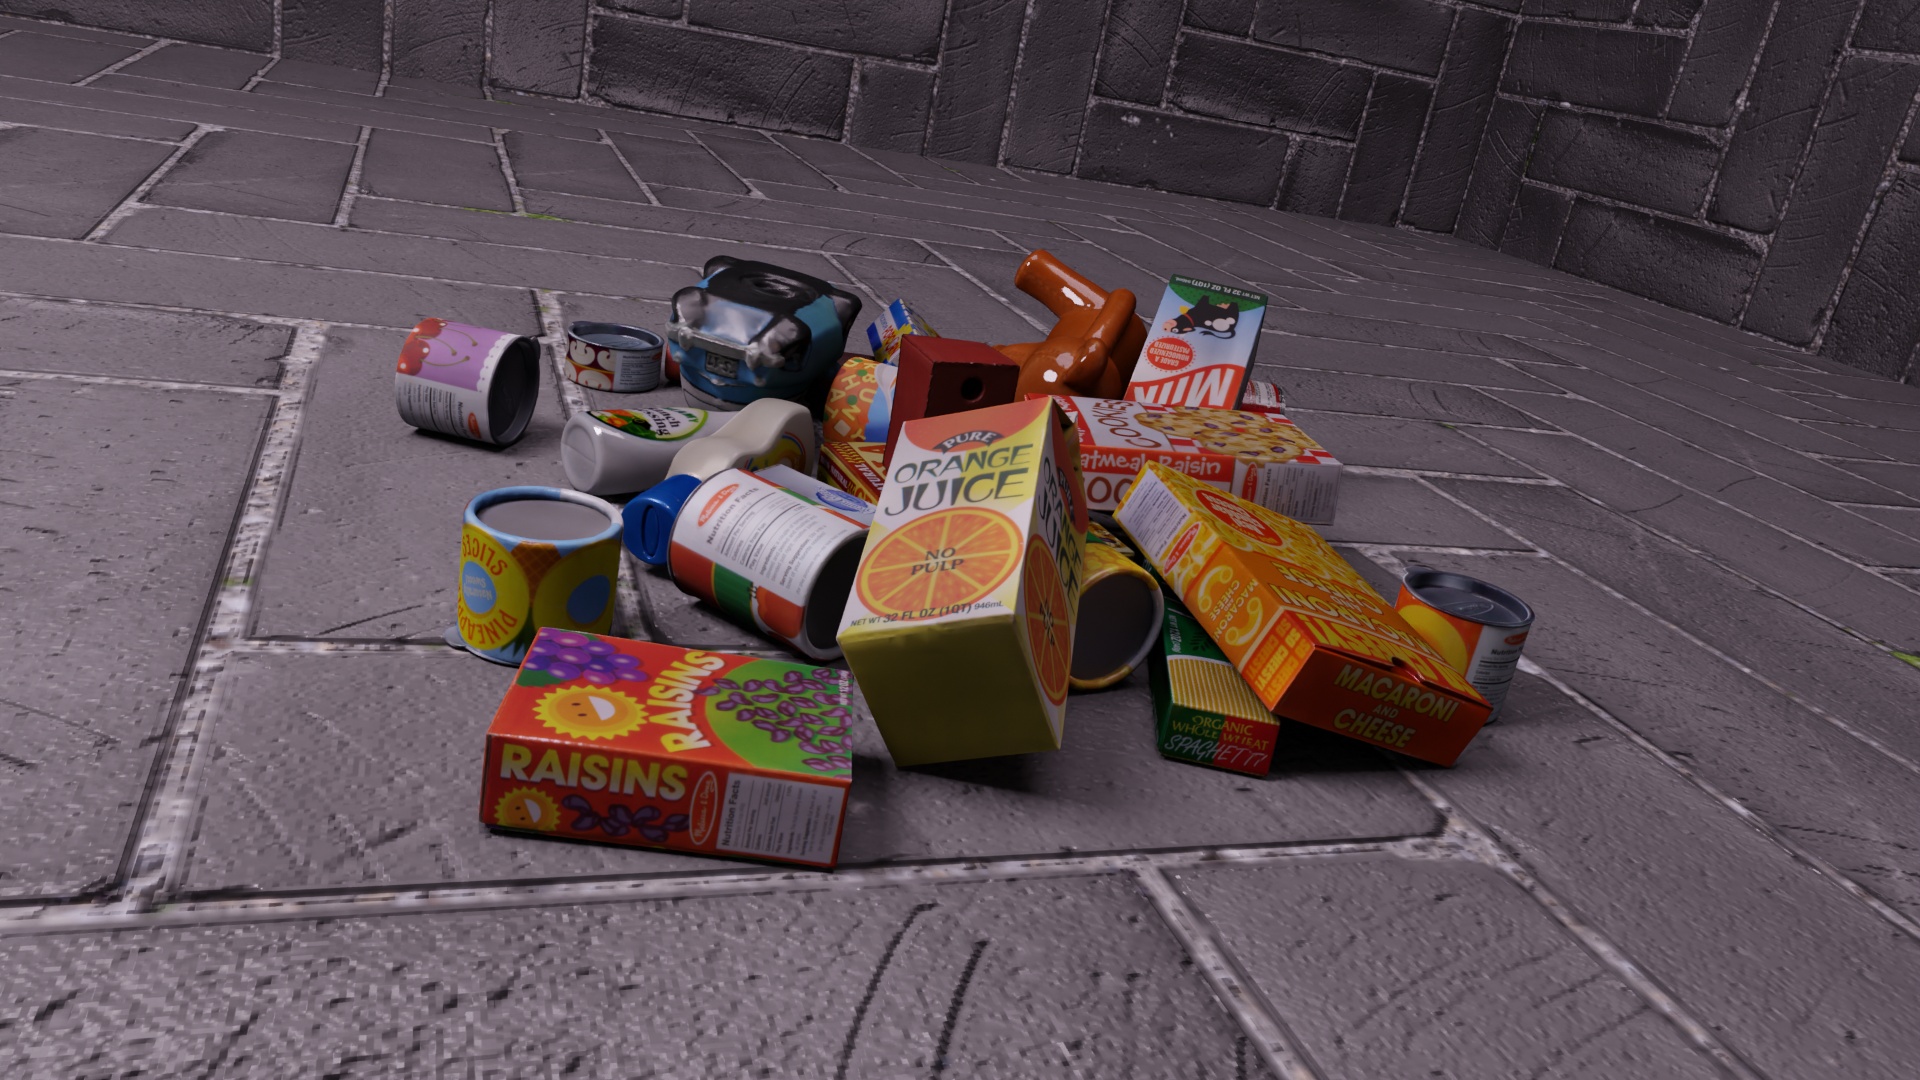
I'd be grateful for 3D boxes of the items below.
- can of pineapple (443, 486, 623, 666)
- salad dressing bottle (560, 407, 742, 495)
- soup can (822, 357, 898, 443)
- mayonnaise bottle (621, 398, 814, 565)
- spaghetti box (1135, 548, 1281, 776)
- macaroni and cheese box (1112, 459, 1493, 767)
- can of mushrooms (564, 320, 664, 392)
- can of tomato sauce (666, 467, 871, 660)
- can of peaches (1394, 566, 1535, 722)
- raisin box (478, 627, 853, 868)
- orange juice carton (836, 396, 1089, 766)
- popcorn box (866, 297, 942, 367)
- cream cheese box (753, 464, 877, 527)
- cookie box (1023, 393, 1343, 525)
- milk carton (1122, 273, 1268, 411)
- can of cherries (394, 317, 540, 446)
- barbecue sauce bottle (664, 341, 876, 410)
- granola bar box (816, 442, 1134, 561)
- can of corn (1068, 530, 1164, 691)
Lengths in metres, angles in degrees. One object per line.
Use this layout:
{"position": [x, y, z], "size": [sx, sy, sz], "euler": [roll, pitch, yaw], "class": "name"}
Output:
{"position": [-0.182, 0.015, 0.595], "size": [0.071, 0.057, 0.071], "euler": [10, 21, -4], "class": "can of pineapple"}
{"position": [-0.157, -0.056, 0.813], "size": [0.148, 0.043, 0.064], "euler": [-10, 28, -44], "class": "salad dressing bottle"}
{"position": [-0.037, -0.081, 0.899], "size": [0.084, 0.071, 0.071], "euler": [17, 21, 15], "class": "soup can"}
{"position": [-0.126, -0.029, 0.738], "size": [0.041, 0.064, 0.149], "euler": [14, 24, 15], "class": "mayonnaise bottle"}
{"position": [0.121, 0.044, 0.717], "size": [0.050, 0.028, 0.251], "euler": [12, 21, 0], "class": "spaghetti box"}
{"position": [0.162, 0.032, 0.679], "size": [0.124, 0.040, 0.167], "euler": [19, 22, -30], "class": "macaroni and cheese box"}
{"position": [-0.245, -0.130, 0.975], "size": [0.071, 0.033, 0.071], "euler": [10, 21, -4], "class": "can of mushrooms"}
{"position": [-0.082, 0.011, 0.647], "size": [0.083, 0.071, 0.071], "euler": [24, 24, 29], "class": "can of tomato sauce"}
{"position": [0.252, 0.053, 0.717], "size": [0.071, 0.057, 0.071], "euler": [9, 21, -3], "class": "can of peaches"}
{"position": [-0.103, 0.074, 0.509], "size": [0.123, 0.040, 0.086], "euler": [9, 21, -8], "class": "raisin box"}
{"position": [0.010, 0.001, 0.603], "size": [0.072, 0.072, 0.194], "euler": [-9, 36, 17], "class": "orange juice carton"}
{"position": [-0.022, -0.122, 1.004], "size": [0.085, 0.038, 0.127], "euler": [44, 10, -21], "class": "popcorn box"}
{"position": [-0.062, 0.004, 0.691], "size": [0.104, 0.053, 0.024], "euler": [23, 28, 30], "class": "cream cheese box"}
{"position": [0.123, -0.050, 0.818], "size": [0.167, 0.040, 0.123], "euler": [4, 18, -4], "class": "cookie box"}
{"position": [0.151, -0.088, 0.950], "size": [0.072, 0.073, 0.191], "euler": [15, 55, 12], "class": "milk carton"}
{"position": [-0.286, -0.094, 0.812], "size": [0.058, 0.071, 0.072], "euler": [12, 20, 5], "class": "can of cherries"}
{"position": [-0.135, -0.122, 0.998], "size": [0.149, 0.043, 0.065], "euler": [9, 17, -4], "class": "barbecue sauce bottle"}
{"position": [0.003, -0.010, 0.781], "size": [0.124, 0.039, 0.166], "euler": [0, 23, -26], "class": "granola bar box"}
{"position": [0.052, 0.030, 0.663], "size": [0.071, 0.071, 0.058], "euler": [-2, 25, -32], "class": "can of corn"}
